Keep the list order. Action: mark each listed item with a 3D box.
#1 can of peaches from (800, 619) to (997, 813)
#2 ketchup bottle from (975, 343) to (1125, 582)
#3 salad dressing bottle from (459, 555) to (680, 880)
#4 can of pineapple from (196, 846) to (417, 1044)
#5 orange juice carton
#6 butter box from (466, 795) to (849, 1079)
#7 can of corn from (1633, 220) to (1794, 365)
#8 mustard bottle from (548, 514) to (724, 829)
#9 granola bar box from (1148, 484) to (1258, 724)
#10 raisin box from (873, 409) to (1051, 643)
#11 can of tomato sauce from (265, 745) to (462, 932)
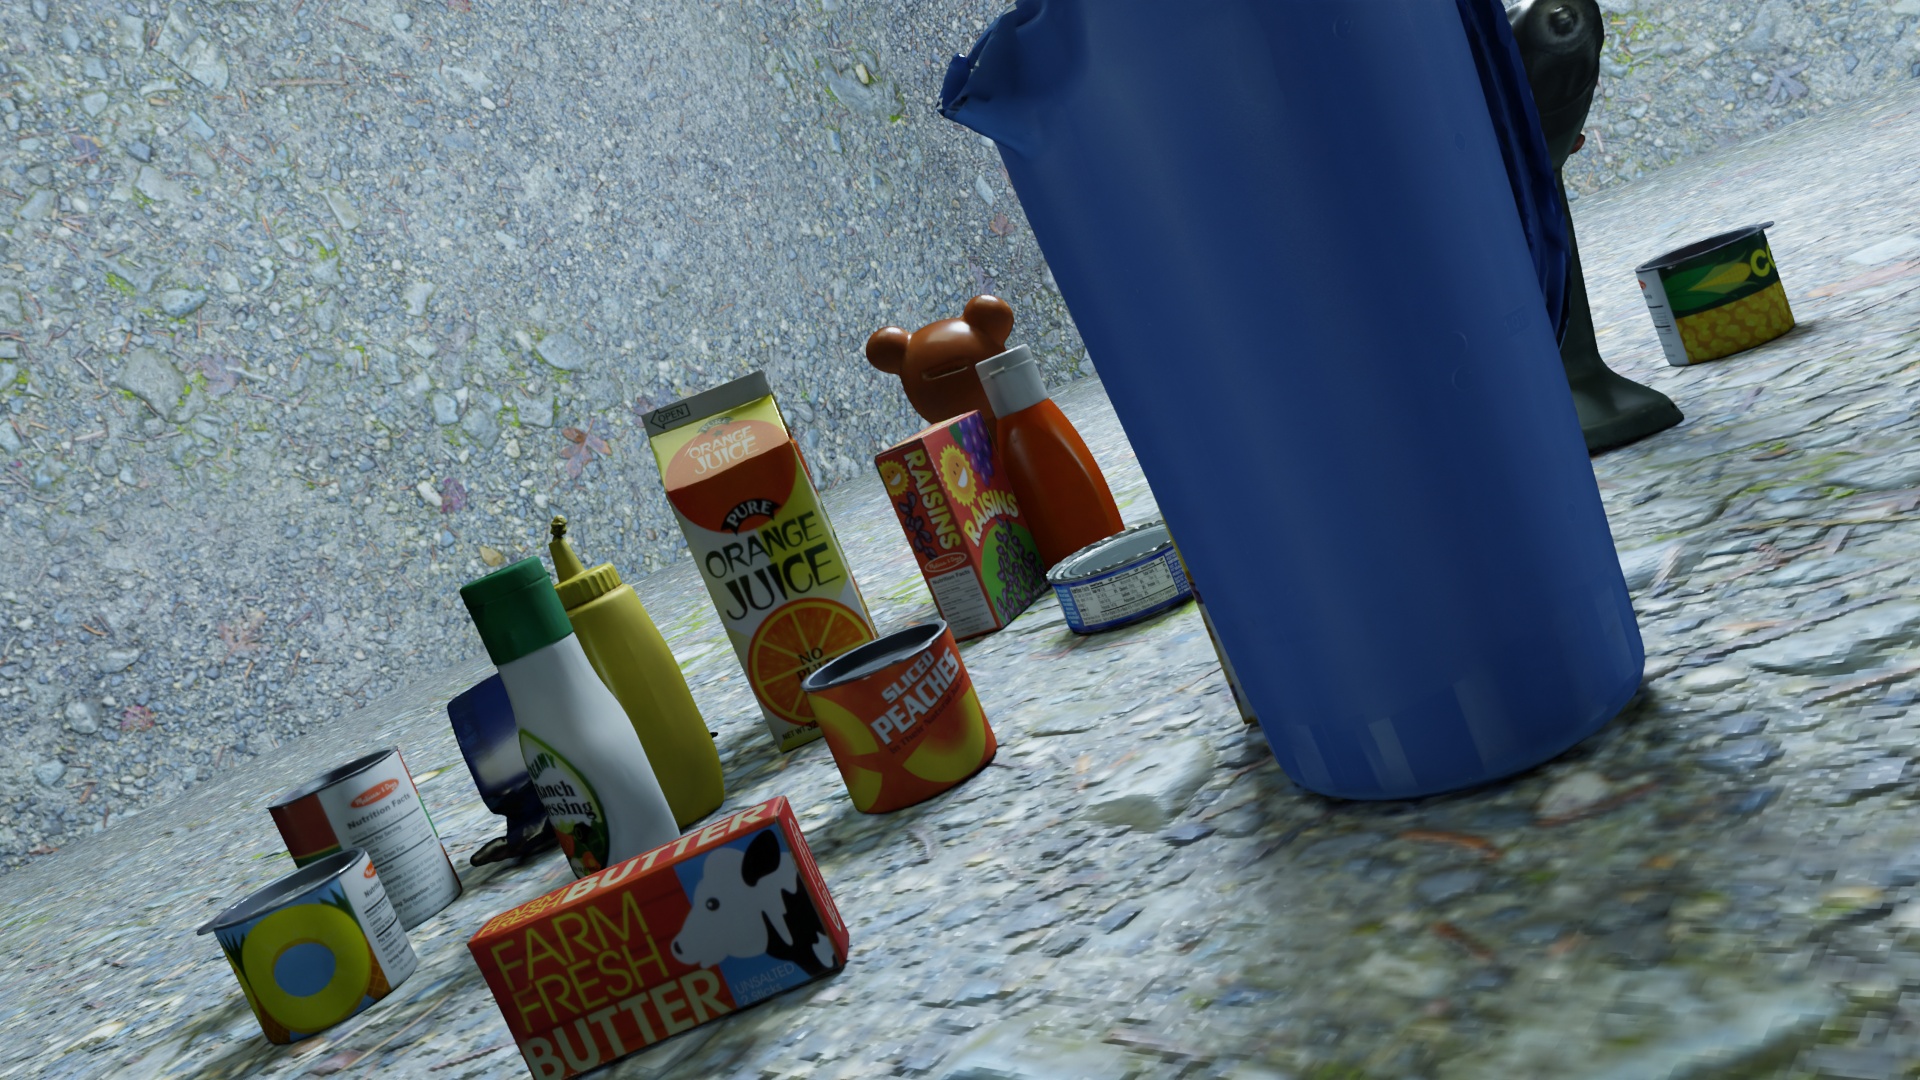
[{"bbox_3d":[-0.024,0.073,0.575,0.071,0.058,0.071,-22,7,3],"label":"can of peaches"},{"bbox_3d":[0.054,-0.050,0.888,0.064,0.148,0.044,-20,7,24],"label":"ketchup bottle"},{"bbox_3d":[-0.173,0.081,0.612,0.044,0.147,0.064,-28,9,-42],"label":"salad dressing bottle"},{"bbox_3d":[-0.280,0.175,0.601,0.071,0.058,0.071,-22,7,3],"label":"can of pineapple"},{"bbox_3d":[-0.102,0.008,0.753,0.072,0.192,0.073,-23,7,-4],"label":"orange juice carton"},{"bbox_3d":[-0.092,0.123,0.426,0.103,0.053,0.024,-22,7,1],"label":"butter box"},{"bbox_3d":[0.419,-0.136,0.766,0.071,0.058,0.071,-22,7,3],"label":"can of corn"},{"bbox_3d":[-0.168,0.064,0.672,0.049,0.160,0.065,-28,8,-38],"label":"mustard bottle"},{"bbox_3d":[0.120,-0.018,0.540,0.039,0.124,0.166,-20,7,25],"label":"granola bar box"},{"bbox_3d":[0.003,-0.011,0.850,0.040,0.123,0.086,-19,8,30],"label":"raisin box"},{"bbox_3d":[-0.303,0.157,0.708,0.071,0.083,0.071,-22,7,3],"label":"can of tomato sauce"}]
